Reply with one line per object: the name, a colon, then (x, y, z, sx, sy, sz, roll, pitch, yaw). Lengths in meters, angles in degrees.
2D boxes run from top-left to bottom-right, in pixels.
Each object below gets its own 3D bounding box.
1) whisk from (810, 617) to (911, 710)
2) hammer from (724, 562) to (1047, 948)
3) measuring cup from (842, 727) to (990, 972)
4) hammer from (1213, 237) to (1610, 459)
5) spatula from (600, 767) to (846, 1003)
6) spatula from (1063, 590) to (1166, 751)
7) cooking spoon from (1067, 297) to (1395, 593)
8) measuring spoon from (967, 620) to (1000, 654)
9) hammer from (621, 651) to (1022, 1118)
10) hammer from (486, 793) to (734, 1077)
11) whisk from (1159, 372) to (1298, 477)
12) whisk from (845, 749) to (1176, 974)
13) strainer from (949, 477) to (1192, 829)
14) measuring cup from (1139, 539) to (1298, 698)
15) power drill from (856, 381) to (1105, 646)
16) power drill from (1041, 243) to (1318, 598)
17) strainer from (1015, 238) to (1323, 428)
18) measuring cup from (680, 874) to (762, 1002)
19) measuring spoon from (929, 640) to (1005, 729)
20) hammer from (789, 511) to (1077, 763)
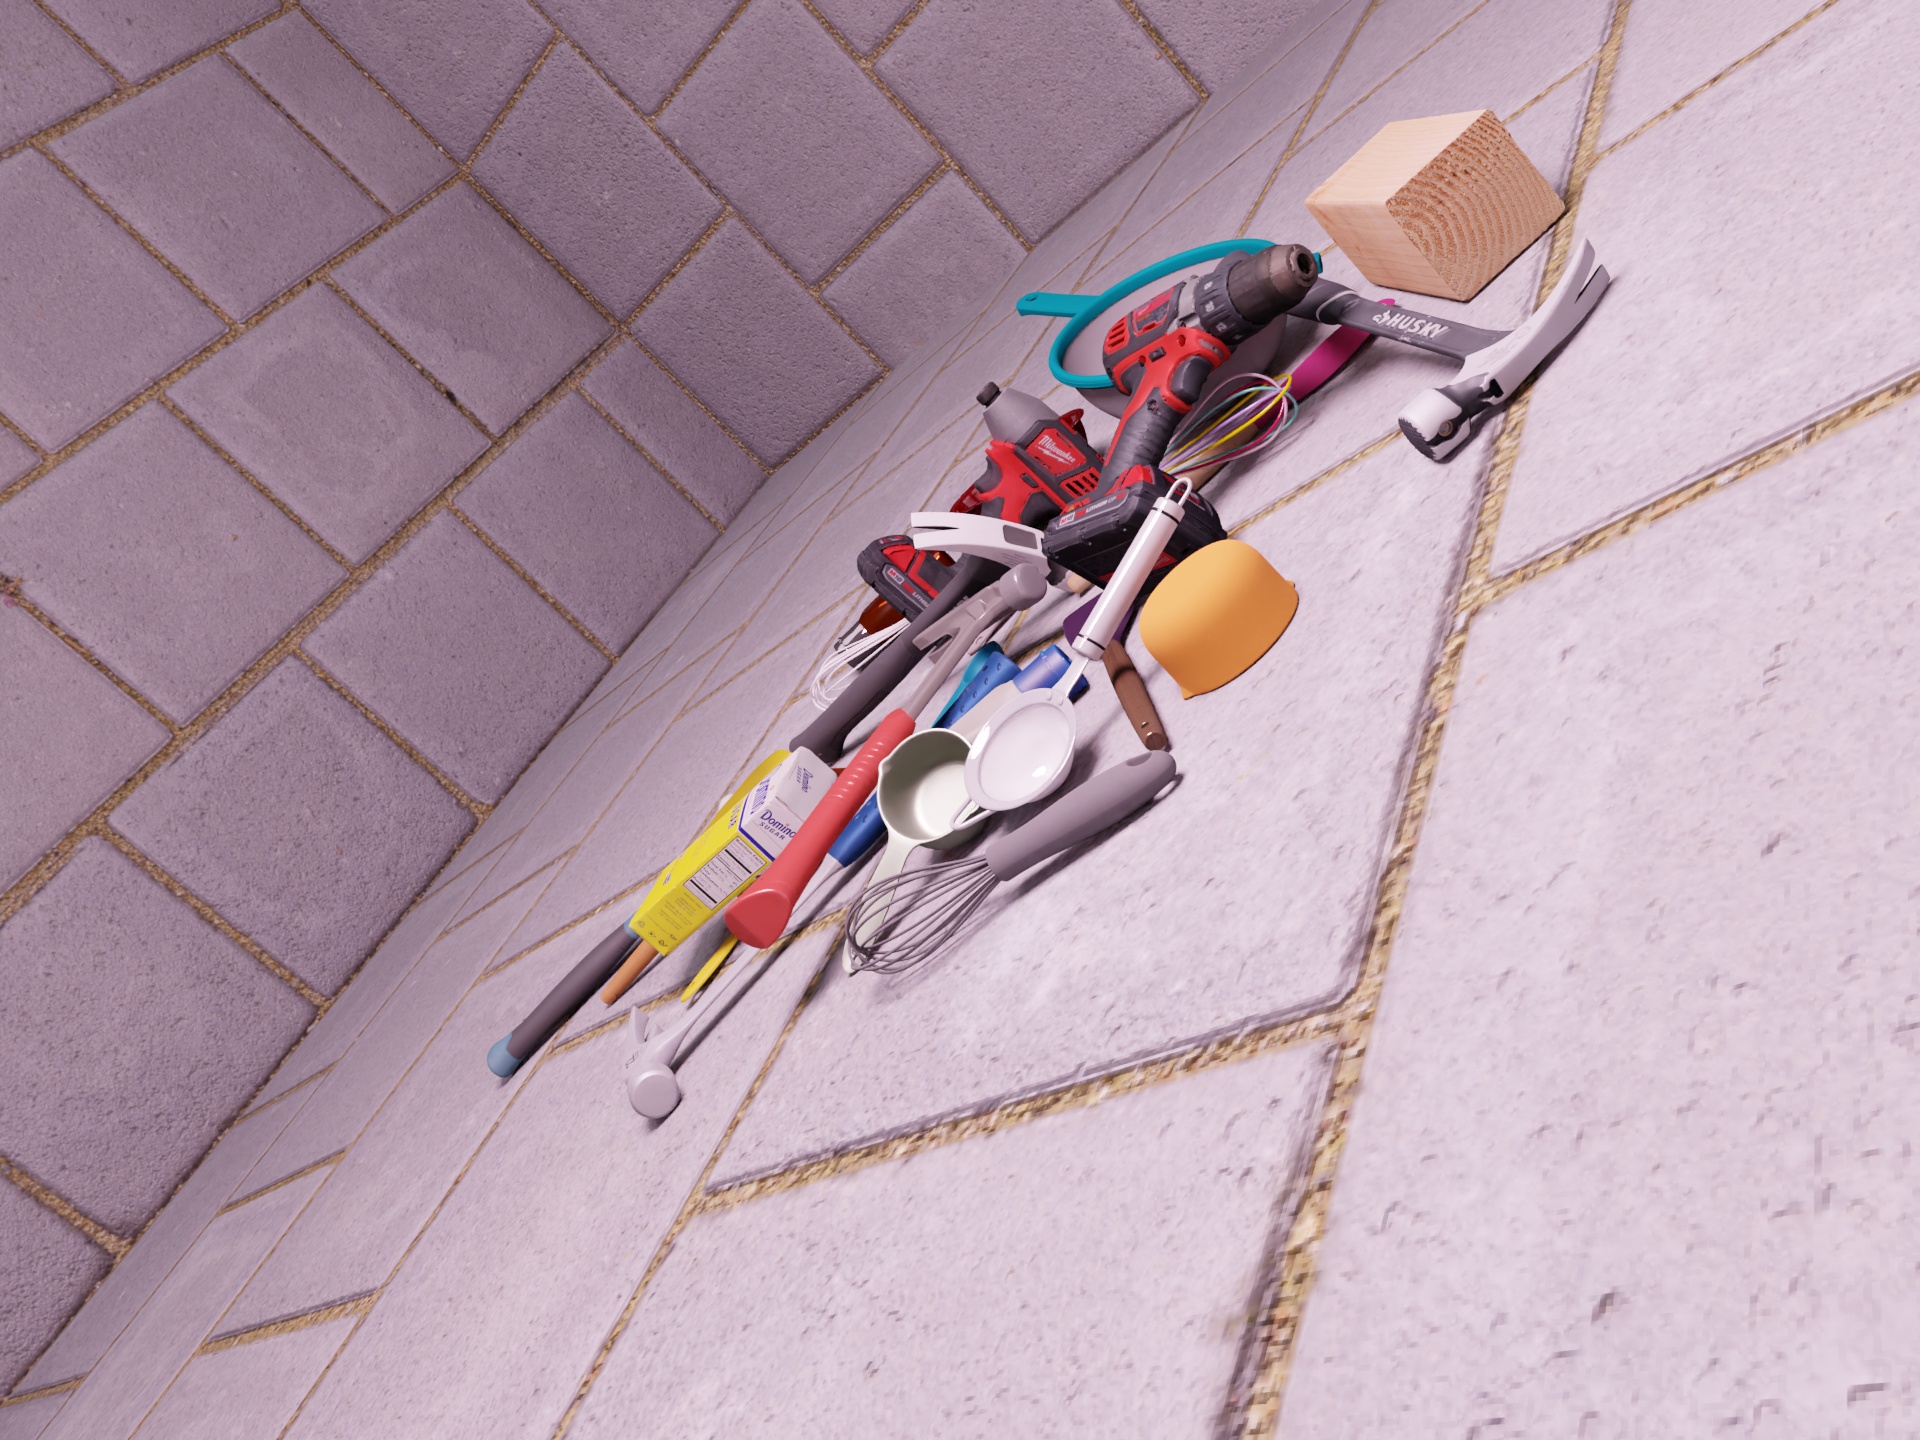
whisk: (-0.047, -0.093, 1.510, 0.246, 0.057, 0.059, -39, 51, 9)
hammer: (-0.060, 0.023, 1.117, 0.149, 0.036, 0.359, -32, 17, 48)
measuring cup: (-0.031, 0.087, 1.025, 0.083, 0.038, 0.167, 21, 85, 33)
hammer: (0.265, -0.278, 1.062, 0.149, 0.036, 0.409, -42, 27, 4)
spatula: (-0.204, 0.137, 1.342, 0.322, 0.041, 0.081, -48, -21, 18)
spatula: (0.104, -0.040, 1.037, 0.060, 0.018, 0.316, -34, 17, 9)
cooking spoon: (0.202, -0.207, 1.204, 0.319, 0.017, 0.069, -43, 14, 11)
measuring spoon: (0.049, -0.102, 1.350, 0.124, 0.018, 0.034, -52, 28, 3)
hammer: (-0.100, 0.108, 1.155, 0.405, 0.035, 0.144, -48, 16, -7)
hammer: (-0.314, 0.204, 1.471, 0.331, 0.033, 0.128, -45, 14, 3)
whisk: (0.154, -0.190, 1.185, 0.245, 0.051, 0.047, -30, 53, 44)
whisk: (0.024, 0.080, 0.901, 0.239, 0.055, 0.055, -33, 19, 25)
strainer: (0.076, -0.036, 0.976, 0.087, 0.050, 0.258, 31, 91, 53)
measuring cup: (0.135, -0.071, 0.966, 0.095, 0.052, 0.174, -47, 18, -4)
power drill: (0.016, -0.182, 1.391, 0.219, 0.143, 0.079, -47, 13, 5)
power drill: (0.152, -0.209, 1.081, 0.188, 0.080, 0.227, -17, 52, 56)
strainer: (0.156, -0.322, 1.376, 0.211, 0.095, 0.341, -39, 30, -13)
measuring cup: (-0.182, 0.155, 1.254, 0.062, 0.029, 0.157, -27, 22, 49)
measuring spoon: (-0.002, -0.004, 1.233, 0.128, 0.021, 0.042, -57, 18, -6)
hammer: (-0.051, -0.057, 1.322, 0.334, 0.146, 0.035, -42, 43, 41)
